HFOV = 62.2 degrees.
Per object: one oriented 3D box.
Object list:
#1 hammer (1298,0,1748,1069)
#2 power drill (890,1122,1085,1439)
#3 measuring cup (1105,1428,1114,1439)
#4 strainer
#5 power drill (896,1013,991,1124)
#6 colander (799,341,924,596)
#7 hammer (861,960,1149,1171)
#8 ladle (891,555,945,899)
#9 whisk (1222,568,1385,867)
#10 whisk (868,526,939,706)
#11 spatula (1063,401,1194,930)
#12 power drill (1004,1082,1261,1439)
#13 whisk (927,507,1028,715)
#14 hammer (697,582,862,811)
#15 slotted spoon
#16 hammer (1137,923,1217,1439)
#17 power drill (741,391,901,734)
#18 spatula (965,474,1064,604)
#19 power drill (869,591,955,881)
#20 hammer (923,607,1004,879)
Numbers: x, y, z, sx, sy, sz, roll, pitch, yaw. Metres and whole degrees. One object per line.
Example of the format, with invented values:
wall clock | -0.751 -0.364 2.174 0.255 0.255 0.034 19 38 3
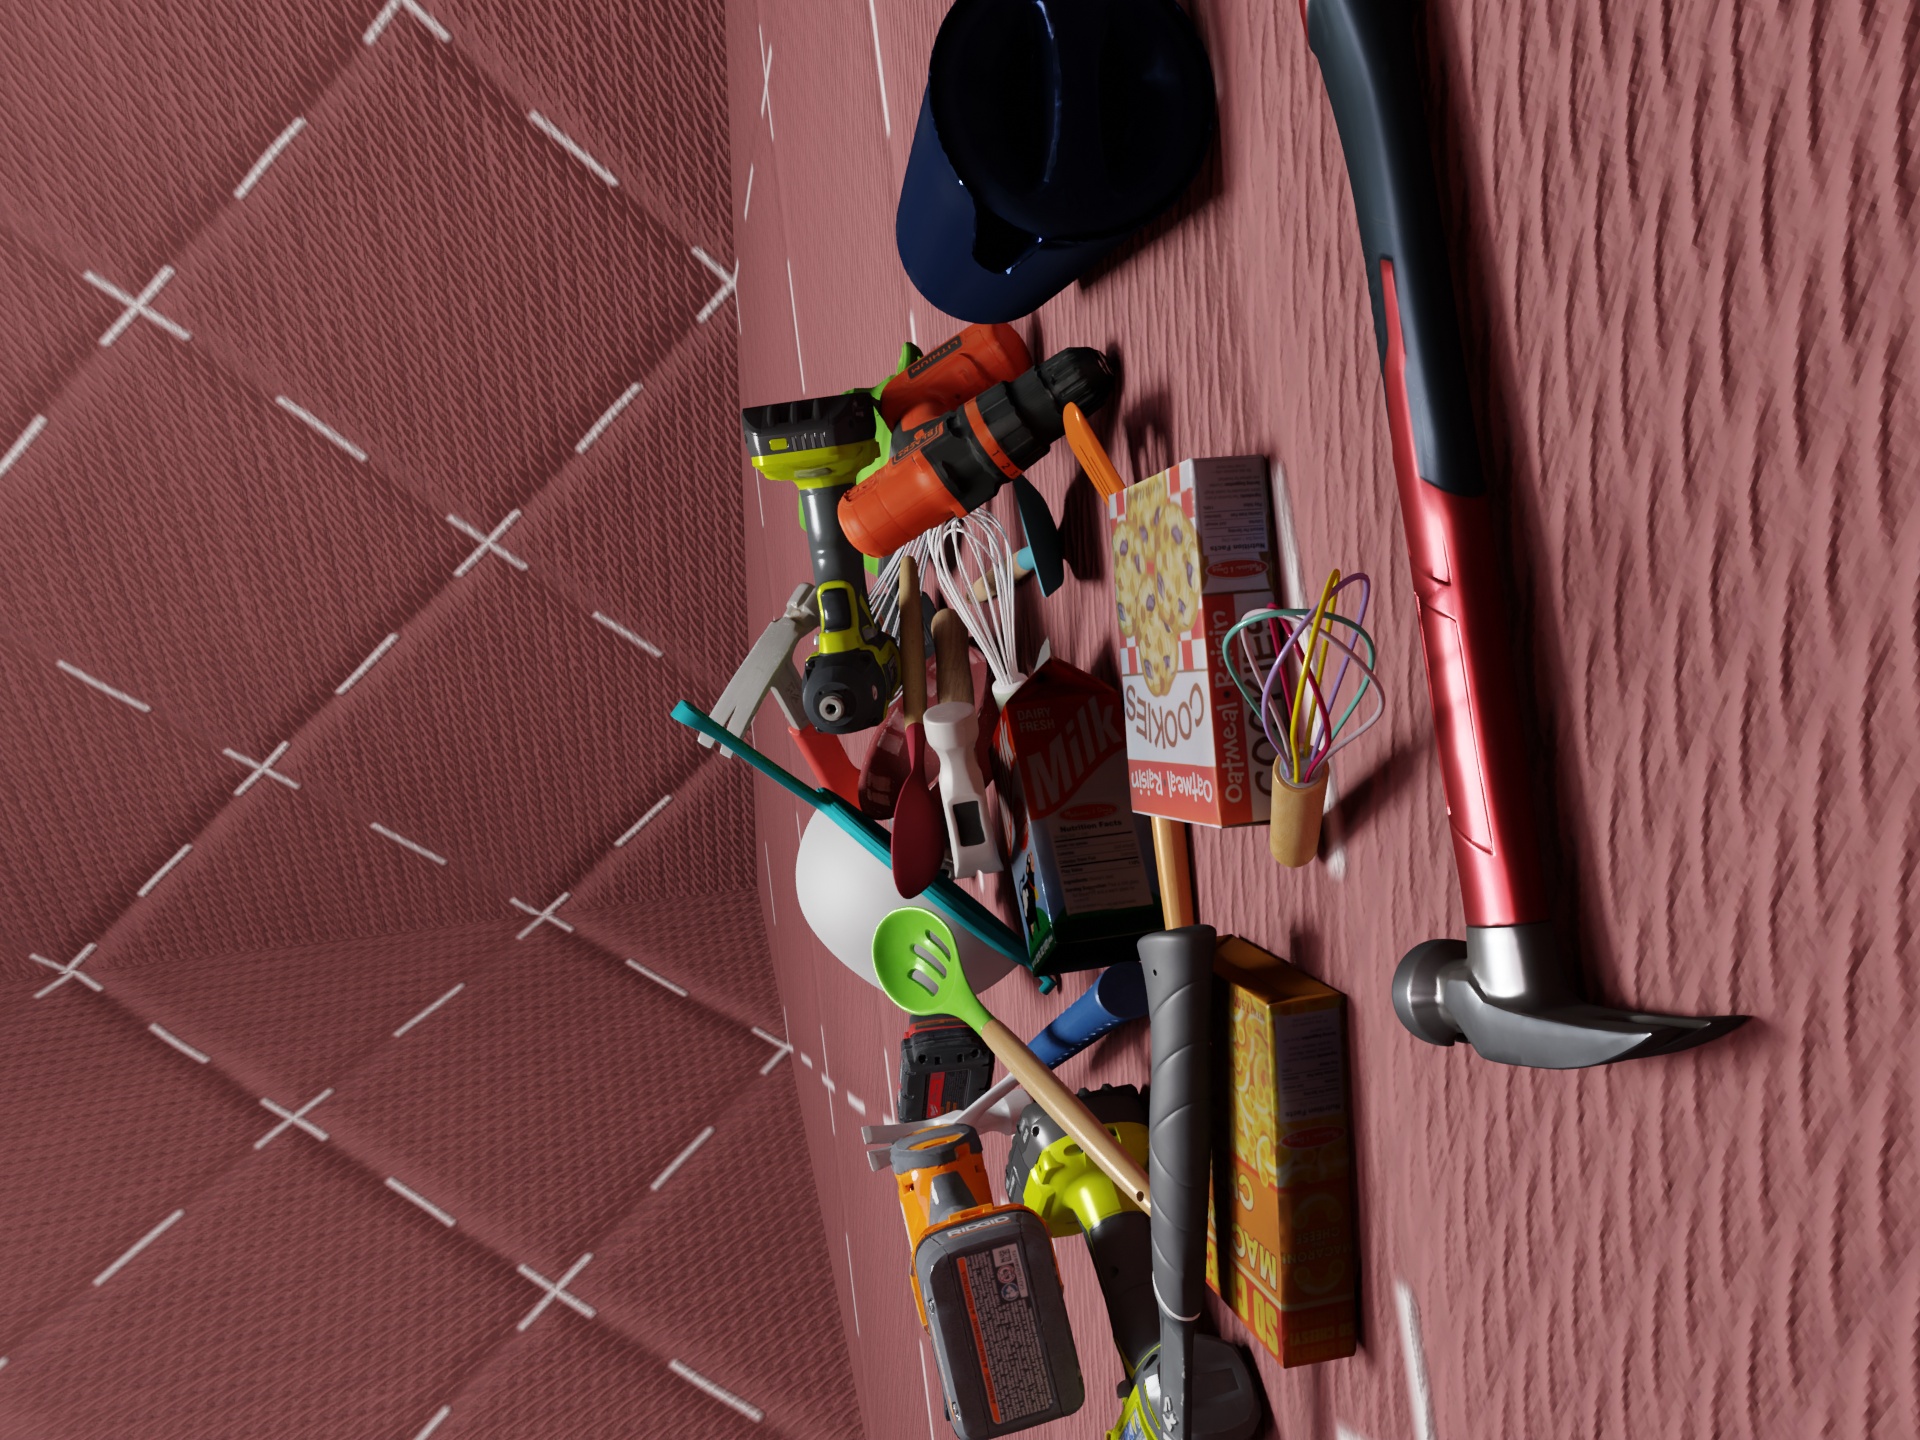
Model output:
hammer | 0.165 -0.083 0.521 0.143 0.038 0.386 152 111 -75
power drill | 0.012 0.355 0.984 0.226 0.084 0.164 175 82 -81
measuring cup | 0.132 0.525 1.012 0.062 0.029 0.156 138 114 -75
strainer | -0.096 0.114 1.176 0.095 0.340 0.211 -53 25 -2
power drill | -0.035 0.274 1.519 0.227 0.080 0.187 -104 15 -45
colander | -0.082 -0.223 1.281 0.397 0.094 0.204 115 161 -82
hammer | 0.039 0.244 1.095 0.405 0.144 0.035 121 135 -60
ladle | -0.031 -0.010 1.075 0.316 0.031 0.069 -94 -9 -46
whisk | 0.126 0.013 0.597 0.244 0.051 0.047 68 -168 -66
whisk | -0.037 -0.126 1.215 0.070 0.070 0.284 -120 49 -62
spatula | 0.096 -0.011 0.863 0.081 0.041 0.322 -84 -13 -88
power drill | 0.097 0.356 0.954 0.190 0.080 0.229 99 158 -47
whisk | 0.030 -0.031 1.034 0.059 0.058 0.246 -49 -51 -46
hammer | -0.127 0.023 1.351 0.149 0.037 0.358 -60 -17 -16
slotted spoon | 0.032 0.206 0.979 0.314 0.031 0.070 37 108 51
hammer | 0.105 0.293 0.758 0.149 0.036 0.409 -159 66 -64
power drill | -0.087 -0.105 1.081 0.171 0.080 0.223 -71 -27 -78
spatula | 0.030 -0.108 1.110 0.317 0.044 0.082 159 96 -78
power drill | -0.041 0.021 1.419 0.186 0.084 0.226 -113 17 -55
hammer | -0.002 -0.003 1.059 0.331 0.031 0.130 -95 -4 -67
